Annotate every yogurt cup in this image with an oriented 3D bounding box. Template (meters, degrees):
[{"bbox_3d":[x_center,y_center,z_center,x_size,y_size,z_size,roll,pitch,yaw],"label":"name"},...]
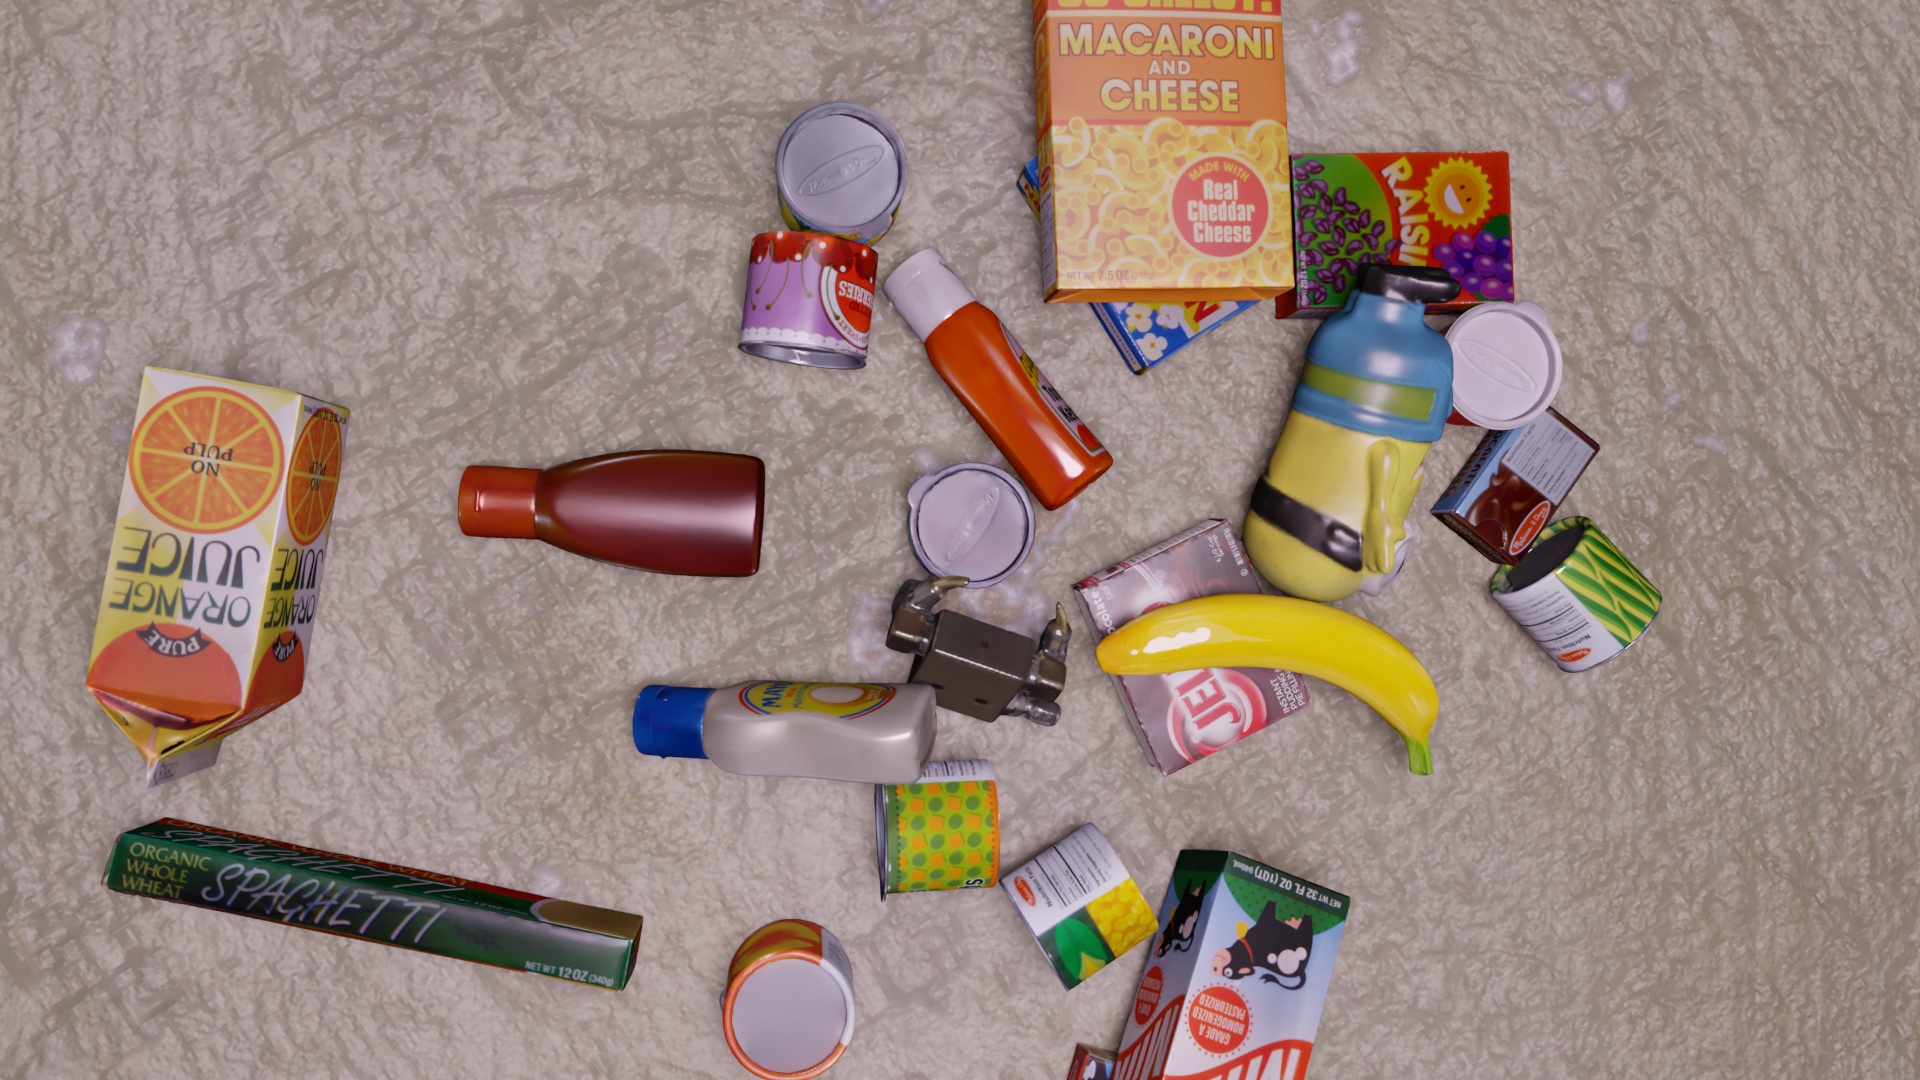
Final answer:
[{"bbox_3d":[0.283,-0.092,0.757,0.072,0.054,0.072,0,89,-7],"label":"yogurt cup"}]

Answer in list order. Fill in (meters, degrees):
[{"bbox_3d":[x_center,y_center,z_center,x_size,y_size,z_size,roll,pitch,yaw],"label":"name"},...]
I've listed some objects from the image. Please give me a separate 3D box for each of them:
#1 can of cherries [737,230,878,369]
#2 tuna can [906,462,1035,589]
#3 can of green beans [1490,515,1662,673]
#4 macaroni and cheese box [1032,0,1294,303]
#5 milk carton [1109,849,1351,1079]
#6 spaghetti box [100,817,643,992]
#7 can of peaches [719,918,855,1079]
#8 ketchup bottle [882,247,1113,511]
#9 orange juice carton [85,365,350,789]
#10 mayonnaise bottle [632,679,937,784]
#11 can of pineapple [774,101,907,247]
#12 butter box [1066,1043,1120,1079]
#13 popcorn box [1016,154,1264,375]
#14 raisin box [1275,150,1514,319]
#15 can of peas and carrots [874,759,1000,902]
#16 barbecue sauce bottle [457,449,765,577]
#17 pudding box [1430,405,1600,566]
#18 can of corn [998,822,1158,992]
[{"bbox_3d":[-0.075,-0.122,0.708,0.071,0.071,0.058,7,88,-7],"label":"can of cherries"},{"bbox_3d":[0.003,-0.009,0.733,0.071,0.033,0.071,0,89,-7],"label":"tuna can"},{"bbox_3d":[0.334,0.029,0.755,0.071,0.071,0.058,-45,94,-5],"label":"can of green beans"},{"bbox_3d":[0.102,-0.207,0.705,0.124,0.040,0.166,-2,89,-8],"label":"macaroni and cheese box"},{"bbox_3d":[0.127,0.260,0.704,0.072,0.073,0.191,22,74,-7],"label":"milk carton"},{"bbox_3d":[-0.284,0.180,0.688,0.250,0.050,0.028,14,86,-6],"label":"spaghetti box"},{"bbox_3d":[-0.089,0.234,0.706,0.071,0.058,0.071,0,89,-7],"label":"can of peaches"},{"bbox_3d":[0.018,-0.085,0.724,0.043,0.065,0.149,-40,85,12],"label":"ketchup bottle"},{"bbox_3d":[-0.358,0.019,0.671,0.073,0.072,0.192,9,88,-6],"label":"orange juice carton"},{"bbox_3d":[-0.089,0.094,0.700,0.148,0.065,0.041,2,108,9],"label":"mayonnaise bottle"},{"bbox_3d":[-0.062,-0.183,0.716,0.071,0.058,0.071,0,89,-6],"label":"can of pineapple"},{"bbox_3d":[0.105,0.311,0.744,0.103,0.024,0.053,19,86,-6],"label":"butter box"},{"bbox_3d":[0.099,-0.164,0.745,0.085,0.038,0.126,-32,93,-5],"label":"popcorn box"},{"bbox_3d":[0.236,-0.166,0.761,0.123,0.040,0.086,-3,89,-6],"label":"raisin box"},{"bbox_3d":[-0.013,0.149,0.713,0.059,0.071,0.071,-2,90,-7],"label":"can of peas and carrots"},{"bbox_3d":[-0.176,-0.016,0.708,0.149,0.043,0.065,3,89,-6],"label":"barbecue sauce bottle"},{"bbox_3d":[0.308,-0.033,0.771,0.049,0.030,0.084,37,85,-6],"label":"pudding box"},{"bbox_3d":[0.062,0.191,0.722,0.058,0.071,0.071,-32,93,-6],"label":"can of corn"}]
